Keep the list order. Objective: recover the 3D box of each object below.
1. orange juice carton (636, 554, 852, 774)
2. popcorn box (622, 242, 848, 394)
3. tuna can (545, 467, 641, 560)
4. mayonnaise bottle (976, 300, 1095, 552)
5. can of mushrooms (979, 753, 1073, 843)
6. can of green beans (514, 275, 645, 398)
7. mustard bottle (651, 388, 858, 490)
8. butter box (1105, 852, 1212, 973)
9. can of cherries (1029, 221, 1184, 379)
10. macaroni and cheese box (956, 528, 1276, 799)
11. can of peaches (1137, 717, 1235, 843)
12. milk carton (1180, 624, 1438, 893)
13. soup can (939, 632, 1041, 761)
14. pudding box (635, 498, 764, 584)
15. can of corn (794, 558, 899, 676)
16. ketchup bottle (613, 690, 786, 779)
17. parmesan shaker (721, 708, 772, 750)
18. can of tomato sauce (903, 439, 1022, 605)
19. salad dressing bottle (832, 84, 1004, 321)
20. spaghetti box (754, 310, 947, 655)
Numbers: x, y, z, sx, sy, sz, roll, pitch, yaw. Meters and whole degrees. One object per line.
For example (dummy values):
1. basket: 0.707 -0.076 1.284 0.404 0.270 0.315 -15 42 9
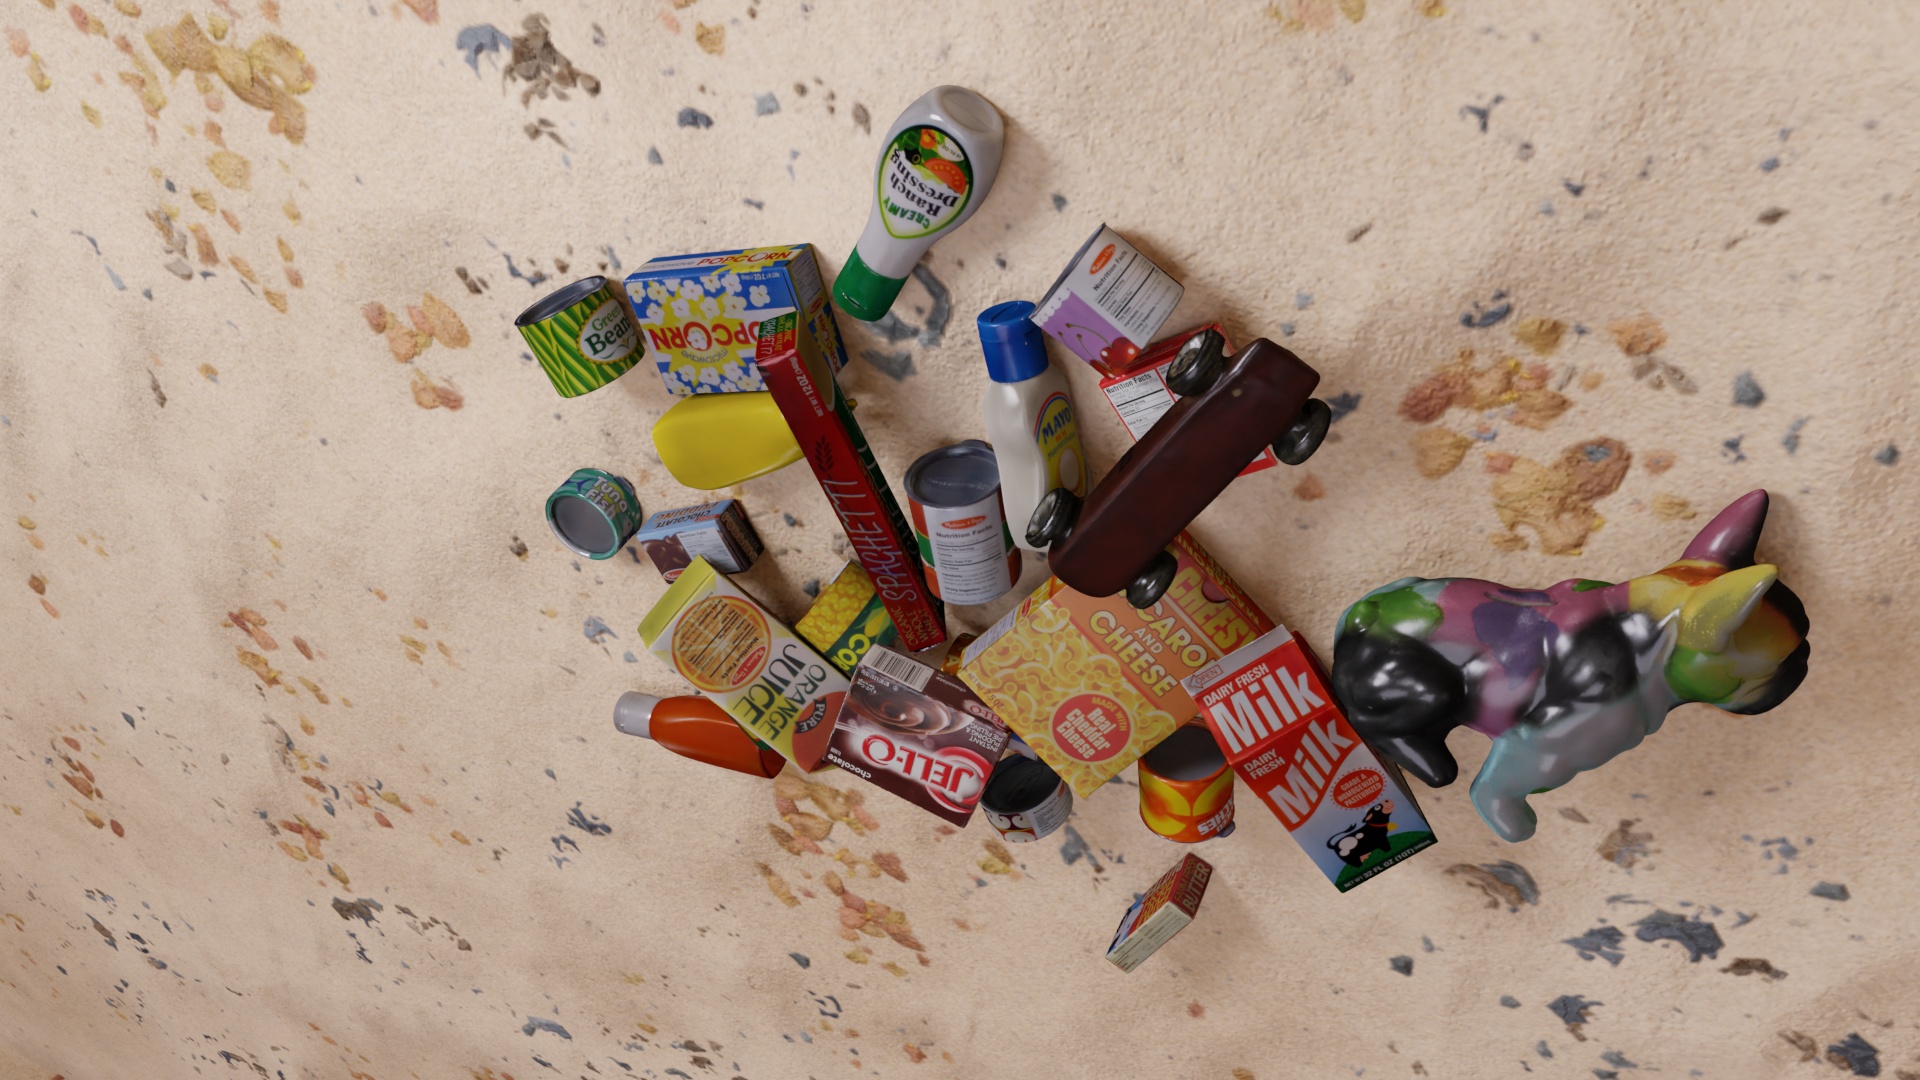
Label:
1. orange juice carton: -0.134 0.101 1.003 0.192 0.073 0.072 42 174 -20
2. popcorn box: -0.143 -0.140 0.887 0.126 0.038 0.085 1 125 27
3. tuna can: -0.277 -0.020 1.053 0.071 0.033 0.070 14 131 17
4. mayonnaise bottle: 0.043 -0.069 0.833 0.041 0.065 0.147 8 126 37
5. can of mushrooms: 0.047 0.190 1.032 0.071 0.071 0.033 -5 124 30
6. can of green beans: -0.253 -0.136 0.927 0.071 0.071 0.057 -9 121 32
7. mustard bottle: -0.130 -0.075 0.924 0.160 0.049 0.065 -9 121 31
8. butter box: 0.152 0.286 1.062 0.024 0.053 0.103 35 133 2
9. can of cherries: 0.080 -0.130 0.764 0.058 0.072 0.071 37 133 -5
10. macaroni and cheese box: 0.100 0.071 0.887 0.166 0.040 0.123 -41 102 19
11. can of peaches: 0.157 0.165 0.954 0.071 0.071 0.057 8 128 22
12. milk carton: 0.211 0.126 0.852 0.072 0.074 0.190 -33 122 14
13. soup can: 0.029 0.106 0.977 0.084 0.072 0.071 21 132 12
14. pudding box: -0.193 0.001 1.029 0.083 0.030 0.049 -9 122 32
15. can of corn: -0.077 0.057 0.986 0.058 0.071 0.071 40 133 -5
16. ketchup bottle: -0.218 0.156 1.155 0.149 0.044 0.064 9 131 21
17. parmesan shaker: -0.161 0.102 1.070 0.071 0.072 0.103 -27 111 39
18. can of tomato sauce: 0.003 -0.011 0.894 0.071 0.071 0.082 8 132 22
19. salad dressing bottle: -0.028 -0.186 0.787 0.064 0.044 0.147 35 133 -3
20. spaghetti box: -0.065 -0.030 0.884 0.028 0.050 0.249 -18 126 10
